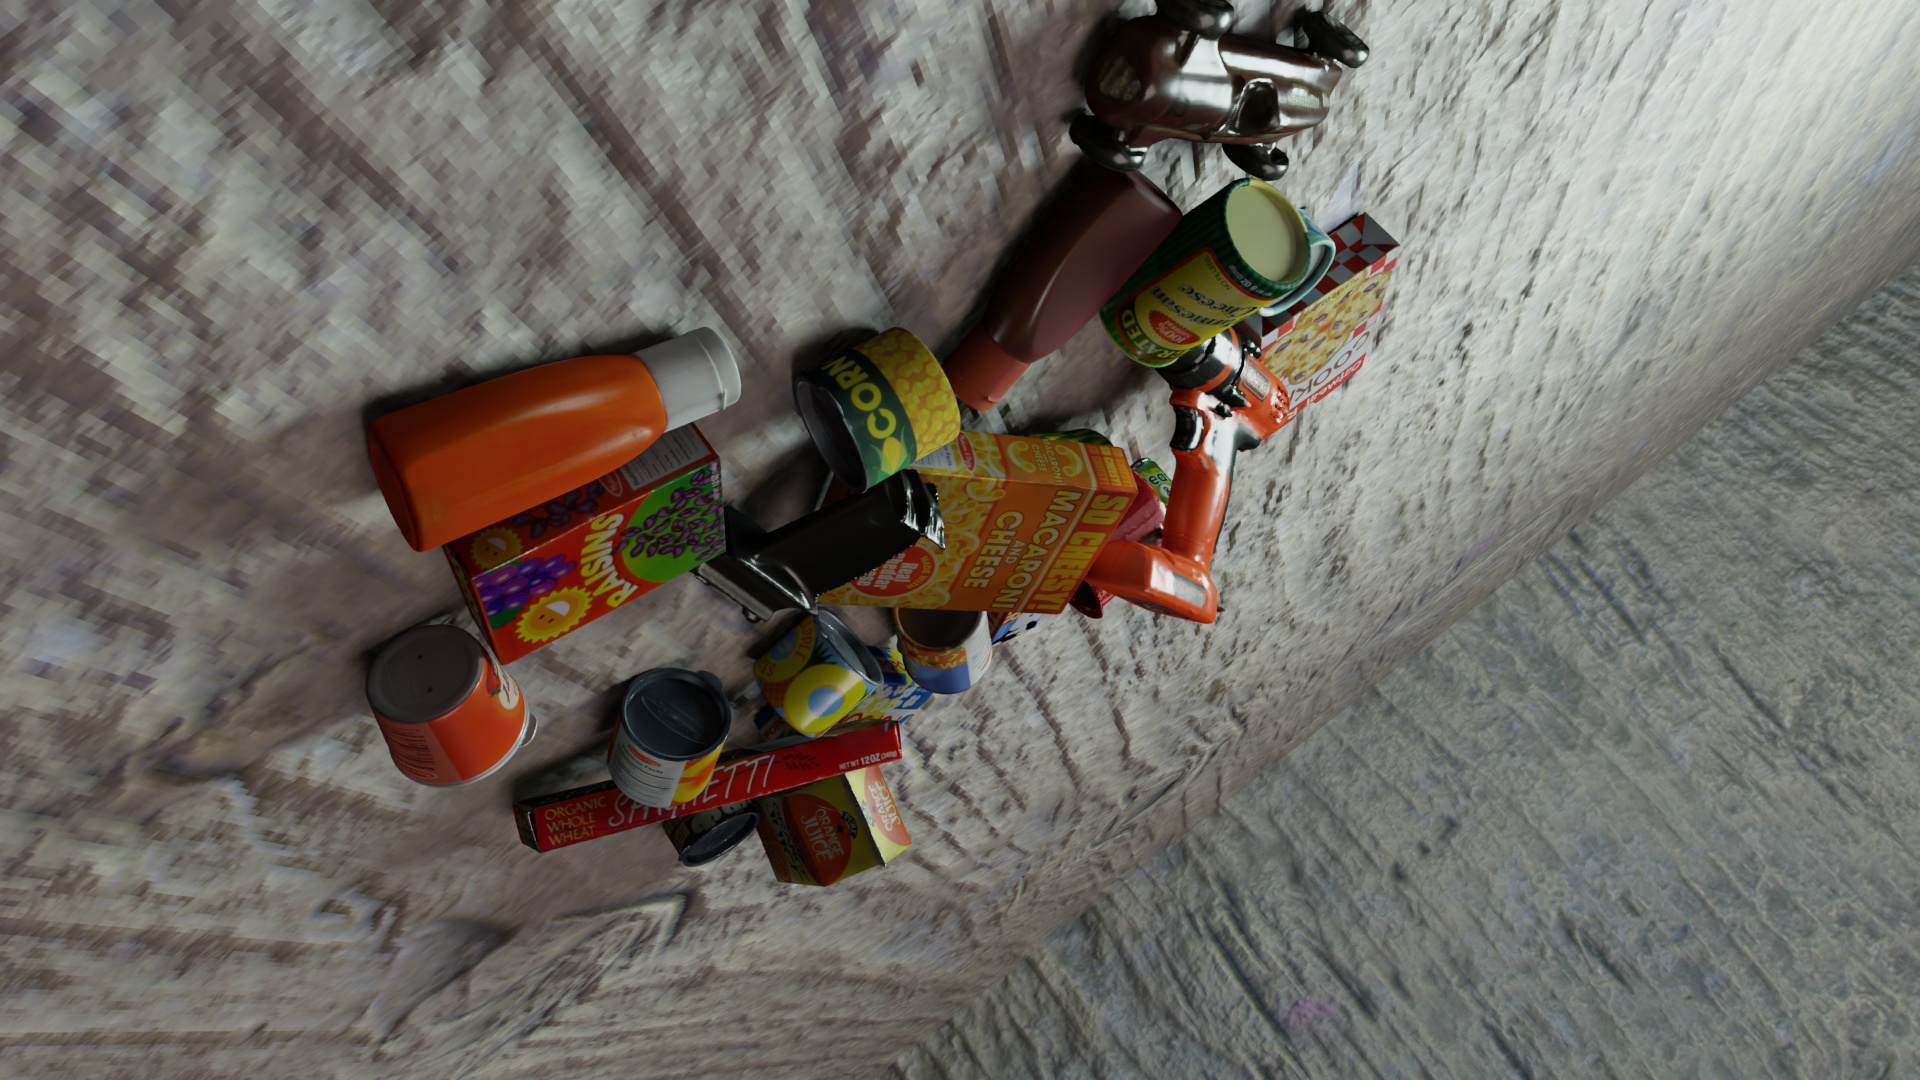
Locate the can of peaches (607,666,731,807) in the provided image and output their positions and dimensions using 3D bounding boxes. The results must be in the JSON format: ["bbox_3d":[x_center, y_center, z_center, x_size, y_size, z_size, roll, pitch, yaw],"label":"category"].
[{"bbox_3d":[-0.176,0.119,0.844,0.071,0.071,0.057,-20,151,-37],"label":"can of peaches"}]

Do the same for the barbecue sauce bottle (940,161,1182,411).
[{"bbox_3d":[0.048,-0.132,0.735,0.148,0.044,0.065,-47,151,21],"label":"barbecue sauce bottle"}]

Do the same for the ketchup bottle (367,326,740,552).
[{"bbox_3d":[-0.164,-0.048,0.577,0.149,0.043,0.064,-26,155,-28],"label":"ketchup bottle"}]

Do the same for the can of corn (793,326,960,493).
[{"bbox_3d":[-0.041,-0.067,0.693,0.058,0.071,0.070,-31,156,-18],"label":"can of corn"}]

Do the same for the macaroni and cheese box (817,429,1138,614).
[{"bbox_3d":[0.003,-0.010,0.819,0.167,0.040,0.123,4,139,-22],"label":"macaroni and cheese box"}]

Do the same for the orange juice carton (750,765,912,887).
[{"bbox_3d":[-0.096,0.208,1.026,0.073,0.072,0.192,-22,176,-23],"label":"orange juice carton"}]

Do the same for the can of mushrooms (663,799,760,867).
[{"bbox_3d":[-0.189,0.213,1.043,0.071,0.033,0.070,-32,157,-15],"label":"can of mushrooms"}]

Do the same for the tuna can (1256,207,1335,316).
[{"bbox_3d":[0.209,-0.181,0.897,0.071,0.033,0.070,-31,157,-15],"label":"tuna can"}]

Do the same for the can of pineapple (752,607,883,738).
[{"bbox_3d":[-0.094,0.085,0.905,0.058,0.071,0.071,-41,157,7],"label":"can of pineapple"}]

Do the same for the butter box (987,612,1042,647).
[{"bbox_3d":[0.049,0.040,1.085,0.053,0.024,0.103,-23,153,-33],"label":"butter box"}]

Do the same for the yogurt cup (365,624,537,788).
[{"bbox_3d":[-0.247,0.077,0.663,0.072,0.072,0.053,-30,148,-19],"label":"yogurt cup"}]

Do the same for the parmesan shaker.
[{"bbox_3d":[0.129,-0.146,0.758,0.071,0.071,0.102,-20,175,-37],"label":"parmesan shaker"}]

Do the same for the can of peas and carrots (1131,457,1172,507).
[{"bbox_3d":[0.146,-0.020,1.071,0.071,0.059,0.070,-32,157,-16],"label":"can of peas and carrots"}]

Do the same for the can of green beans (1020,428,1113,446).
[{"bbox_3d":[0.064,-0.038,0.905,0.058,0.071,0.071,-9,144,-48],"label":"can of green beans"}]

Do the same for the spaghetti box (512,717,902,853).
[{"bbox_3d":[-0.159,0.155,0.901,0.251,0.028,0.050,-10,180,-29],"label":"spaghetti box"}]

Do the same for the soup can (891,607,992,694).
[{"bbox_3d":[-0.015,0.064,0.984,0.071,0.071,0.083,-33,156,-12],"label":"soup can"}]

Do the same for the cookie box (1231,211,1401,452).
[{"bbox_3d":[0.247,-0.145,1.010,0.123,0.040,0.166,-34,157,-10],"label":"cookie box"}]

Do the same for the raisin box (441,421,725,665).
[{"bbox_3d":[-0.174,-0.002,0.654,0.124,0.040,0.085,-30,157,-23],"label":"raisin box"}]

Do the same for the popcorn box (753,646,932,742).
[{"bbox_3d":[-0.082,0.120,1.021,0.085,0.038,0.127,-46,156,14],"label":"popcorn box"}]
